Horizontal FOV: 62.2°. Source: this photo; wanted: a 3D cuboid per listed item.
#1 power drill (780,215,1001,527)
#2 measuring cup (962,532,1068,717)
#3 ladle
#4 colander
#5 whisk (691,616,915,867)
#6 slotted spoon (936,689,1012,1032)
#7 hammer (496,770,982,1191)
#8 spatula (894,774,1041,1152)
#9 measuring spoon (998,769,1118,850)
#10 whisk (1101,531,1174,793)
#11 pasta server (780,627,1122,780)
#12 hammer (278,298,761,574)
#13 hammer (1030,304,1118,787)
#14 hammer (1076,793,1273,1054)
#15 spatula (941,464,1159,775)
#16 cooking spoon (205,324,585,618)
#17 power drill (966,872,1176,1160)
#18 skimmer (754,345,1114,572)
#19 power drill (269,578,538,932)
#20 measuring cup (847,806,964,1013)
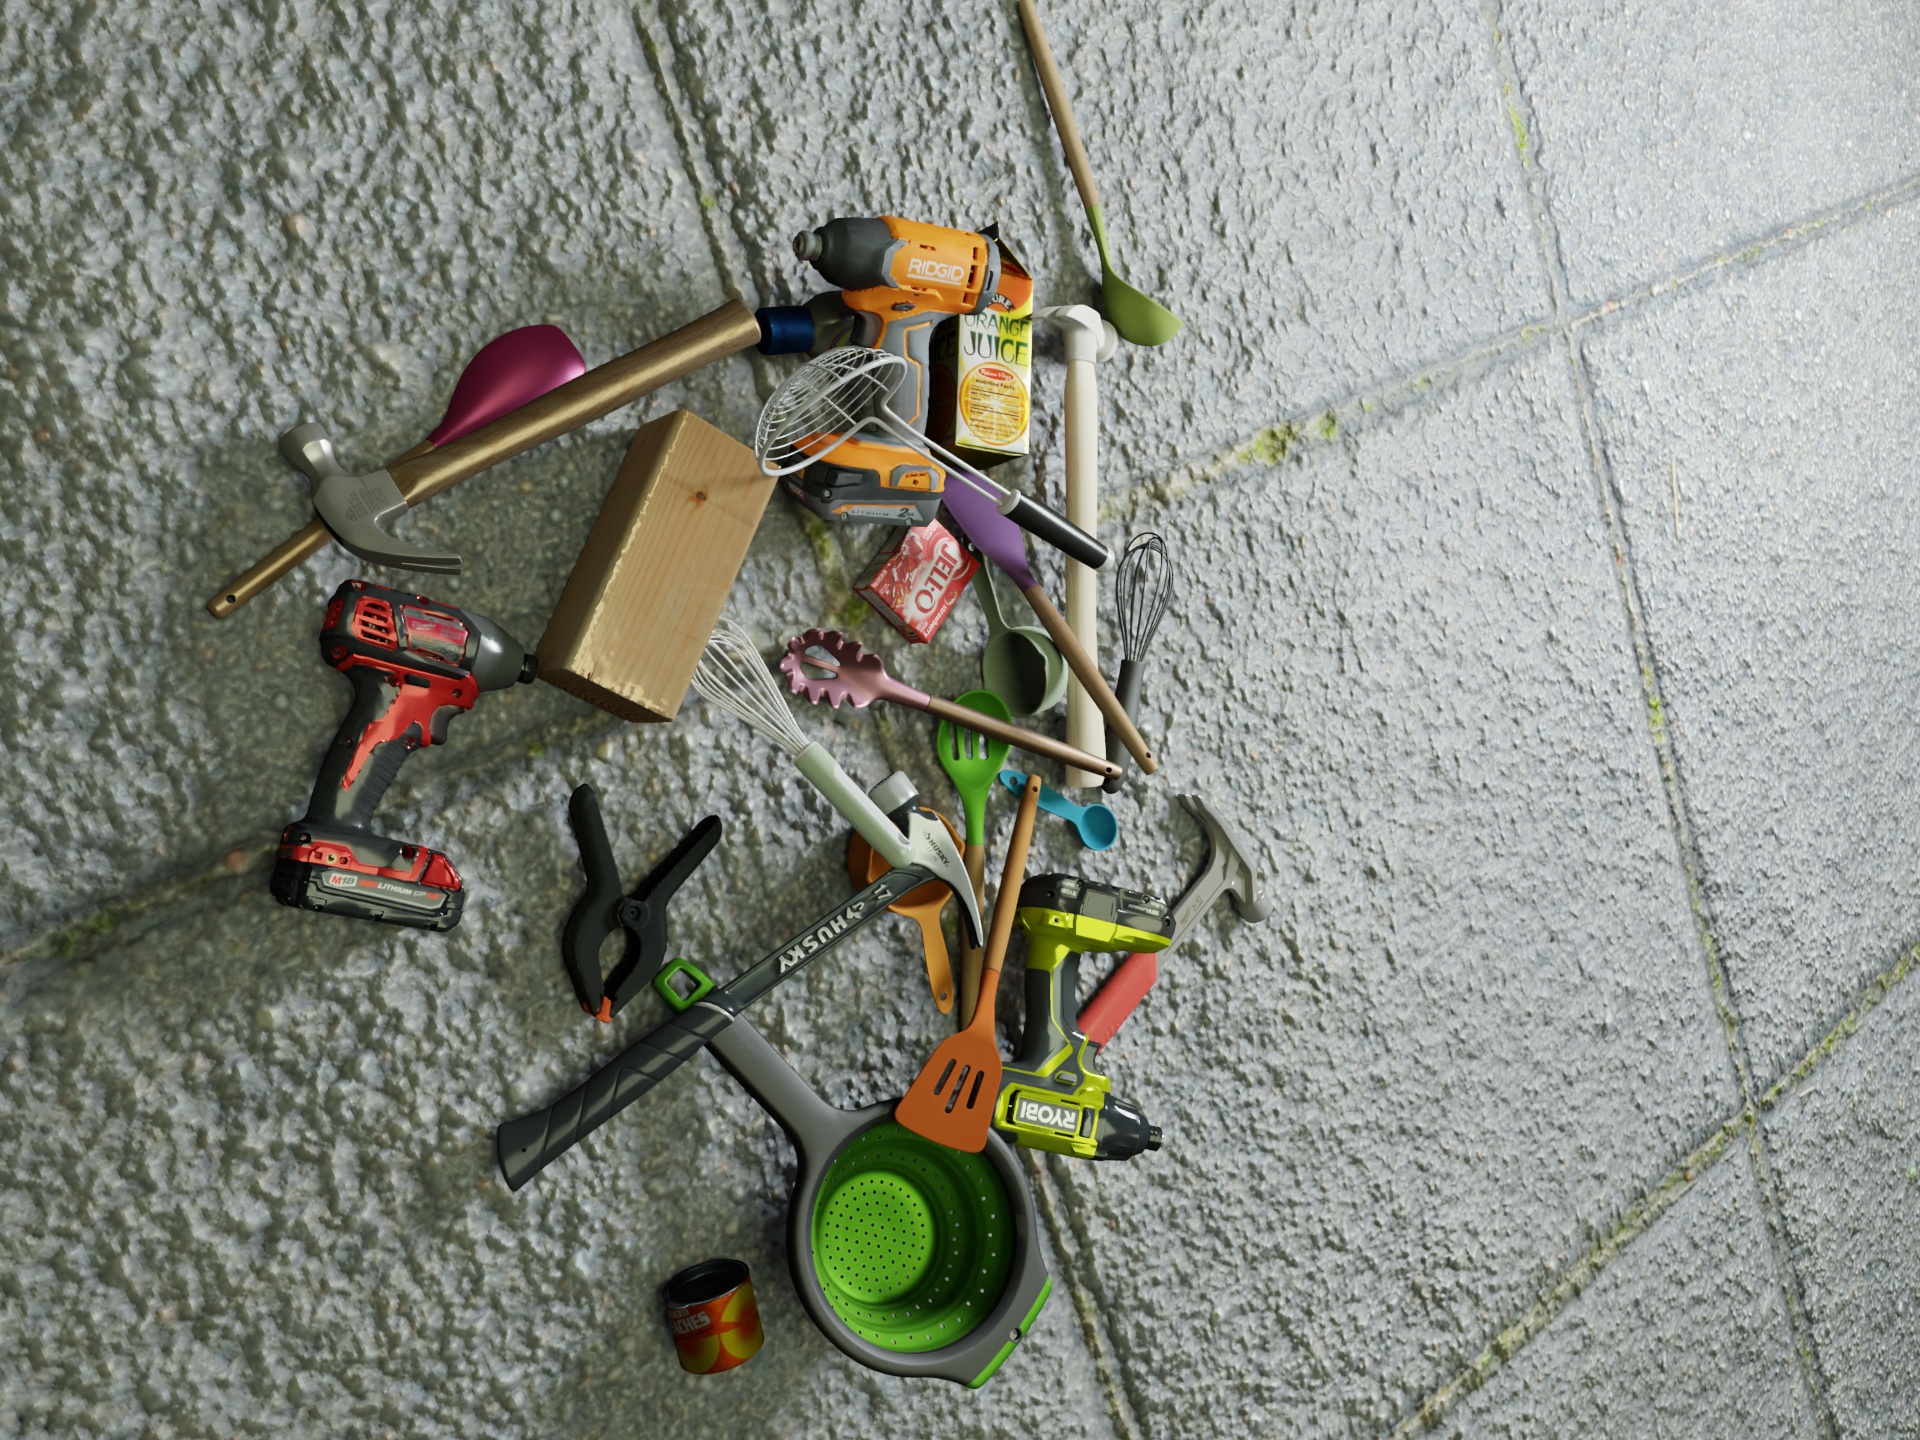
[{"bbox_3d":[-0.069,-0.270,1.218,0.164,0.084,0.226,0,114,-34],"label":"power drill"},{"bbox_3d":[0.043,-0.085,1.353,0.038,0.083,0.168,-14,82,-41],"label":"measuring cup"},{"bbox_3d":[0.120,-0.484,1.407,0.062,0.078,0.320,-19,97,8],"label":"ladle"},{"bbox_3d":[-0.105,0.343,1.243,0.397,0.094,0.204,48,59,-4],"label":"colander"},{"bbox_3d":[-0.122,0.018,1.199,0.246,0.058,0.059,46,106,2],"label":"whisk"},{"bbox_3d":[0.009,0.130,1.345,0.070,0.031,0.314,0,92,-23],"label":"slotted spoon"},{"bbox_3d":[-0.163,0.208,1.179,0.409,0.036,0.149,-35,87,-18],"label":"hammer"},{"bbox_3d":[0.025,0.186,1.301,0.081,0.041,0.323,26,57,-18],"label":"spatula"},{"bbox_3d":[0.083,0.077,1.403,0.128,0.021,0.042,29,67,-20],"label":"measuring spoon"},{"bbox_3d":[0.153,-0.052,1.433,0.055,0.055,0.239,11,88,-33],"label":"whisk"},{"bbox_3d":[-0.002,-0.004,1.300,0.316,0.040,0.060,20,93,-20],"label":"pasta server"},{"bbox_3d":[-0.283,-0.208,1.098,0.331,0.031,0.130,-31,85,-20],"label":"hammer"},{"bbox_3d":[0.101,-0.146,1.370,0.146,0.038,0.410,-12,102,-68],"label":"hammer"},{"bbox_3d":[0.145,0.233,1.428,0.359,0.037,0.149,-46,113,-25],"label":"hammer"},{"bbox_3d":[0.074,-0.089,1.324,0.060,0.018,0.316,-26,79,-37],"label":"spatula"},{"bbox_3d":[-0.383,-0.172,1.094,0.319,0.017,0.068,-46,111,-25],"label":"cooking spoon"},{"bbox_3d":[0.103,0.253,1.343,0.171,0.080,0.223,15,75,-11],"label":"power drill"},{"bbox_3d":[0.000,-0.171,1.200,0.363,0.127,0.090,26,36,-39],"label":"skimmer"},{"bbox_3d":[-0.371,0.026,1.069,0.143,0.078,0.220,16,78,-33],"label":"power drill"},{"bbox_3d":[-0.040,0.154,1.298,0.095,0.052,0.173,-17,101,-32],"label":"measuring cup"}]
